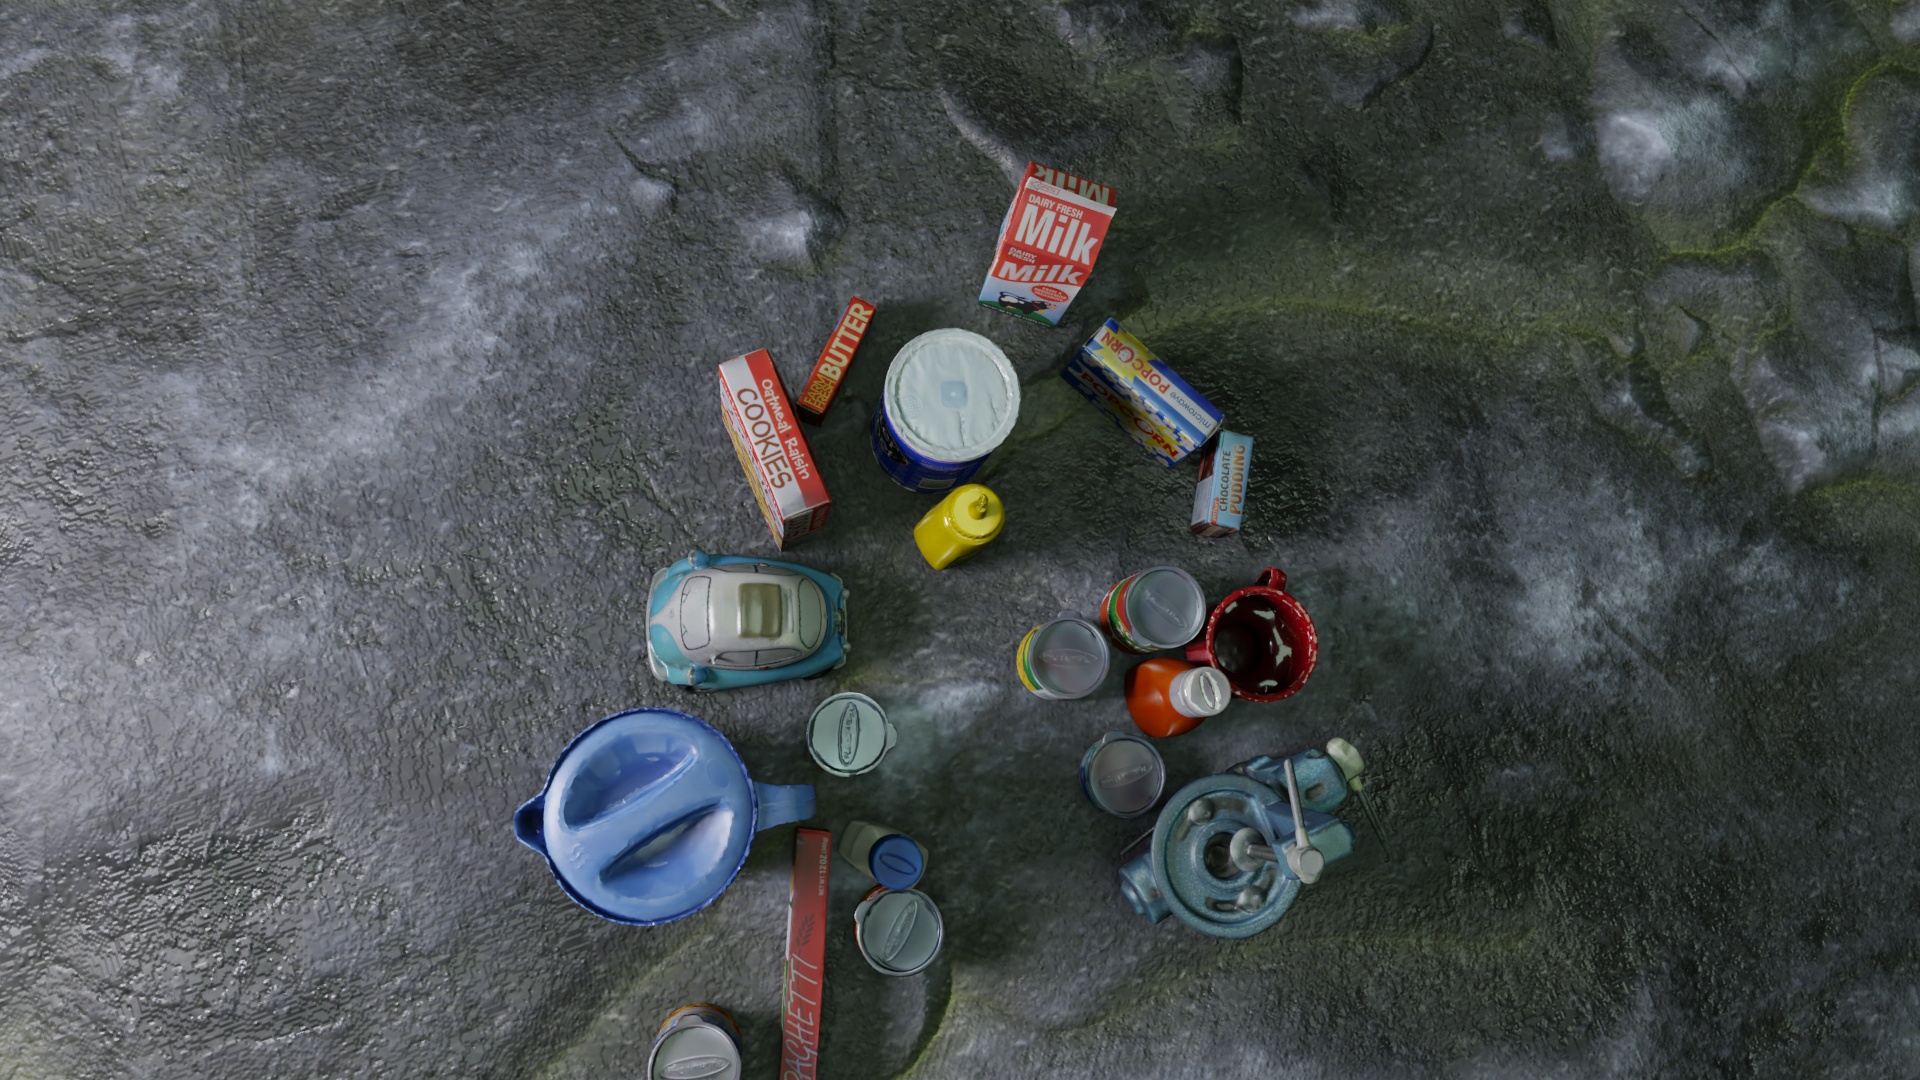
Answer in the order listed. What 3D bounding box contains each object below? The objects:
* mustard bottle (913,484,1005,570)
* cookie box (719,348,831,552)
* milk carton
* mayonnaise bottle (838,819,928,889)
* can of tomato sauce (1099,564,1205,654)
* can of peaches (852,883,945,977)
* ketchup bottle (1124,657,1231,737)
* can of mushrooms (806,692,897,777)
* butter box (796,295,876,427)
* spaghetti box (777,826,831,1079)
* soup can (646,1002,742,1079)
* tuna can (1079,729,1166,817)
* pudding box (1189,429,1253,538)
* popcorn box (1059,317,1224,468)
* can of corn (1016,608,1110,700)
[{"bbox_3d":[0.004,-0.014,1.078,0.065,0.160,0.049,-30,87,-12],"label":"mustard bottle"},{"bbox_3d":[-0.142,-0.065,1.060,0.040,0.167,0.123,-23,85,-11],"label":"cookie box"},{"bbox_3d":[0.069,-0.240,1.110,0.072,0.190,0.073,18,79,-6],"label":"milk carton"},{"bbox_3d":[-0.055,0.235,1.034,0.065,0.148,0.041,24,79,-4],"label":"mayonnaise bottle"},{"bbox_3d":[0.154,0.060,1.129,0.071,0.083,0.071,1,81,-8],"label":"can of tomato sauce"},{"bbox_3d":[-0.051,0.297,1.071,0.071,0.058,0.071,1,81,-8],"label":"can of peaches"},{"bbox_3d":[0.169,0.122,1.087,0.043,0.148,0.065,-16,84,-11],"label":"ketchup bottle"},{"bbox_3d":[-0.087,0.154,1.101,0.071,0.033,0.071,1,81,-9],"label":"can of mushrooms"},{"bbox_3d":[-0.102,-0.145,1.138,0.024,0.053,0.103,26,78,-4],"label":"butter box"},{"bbox_3d":[-0.121,0.345,1.056,0.029,0.050,0.250,4,80,-8],"label":"spaghetti box"},{"bbox_3d":[-0.194,0.378,1.022,0.071,0.083,0.071,1,81,-8],"label":"soup can"},{"bbox_3d":[0.131,0.189,1.130,0.071,0.032,0.071,1,81,-9],"label":"tuna can"},{"bbox_3d":[0.221,-0.047,1.173,0.030,0.049,0.084,12,79,-7],"label":"pudding box"},{"bbox_3d":[0.150,-0.121,1.156,0.127,0.085,0.038,41,78,-1],"label":"popcorn box"},{"bbox_3d":[0.082,0.094,1.125,0.071,0.058,0.071,1,81,-8],"label":"can of corn"}]
